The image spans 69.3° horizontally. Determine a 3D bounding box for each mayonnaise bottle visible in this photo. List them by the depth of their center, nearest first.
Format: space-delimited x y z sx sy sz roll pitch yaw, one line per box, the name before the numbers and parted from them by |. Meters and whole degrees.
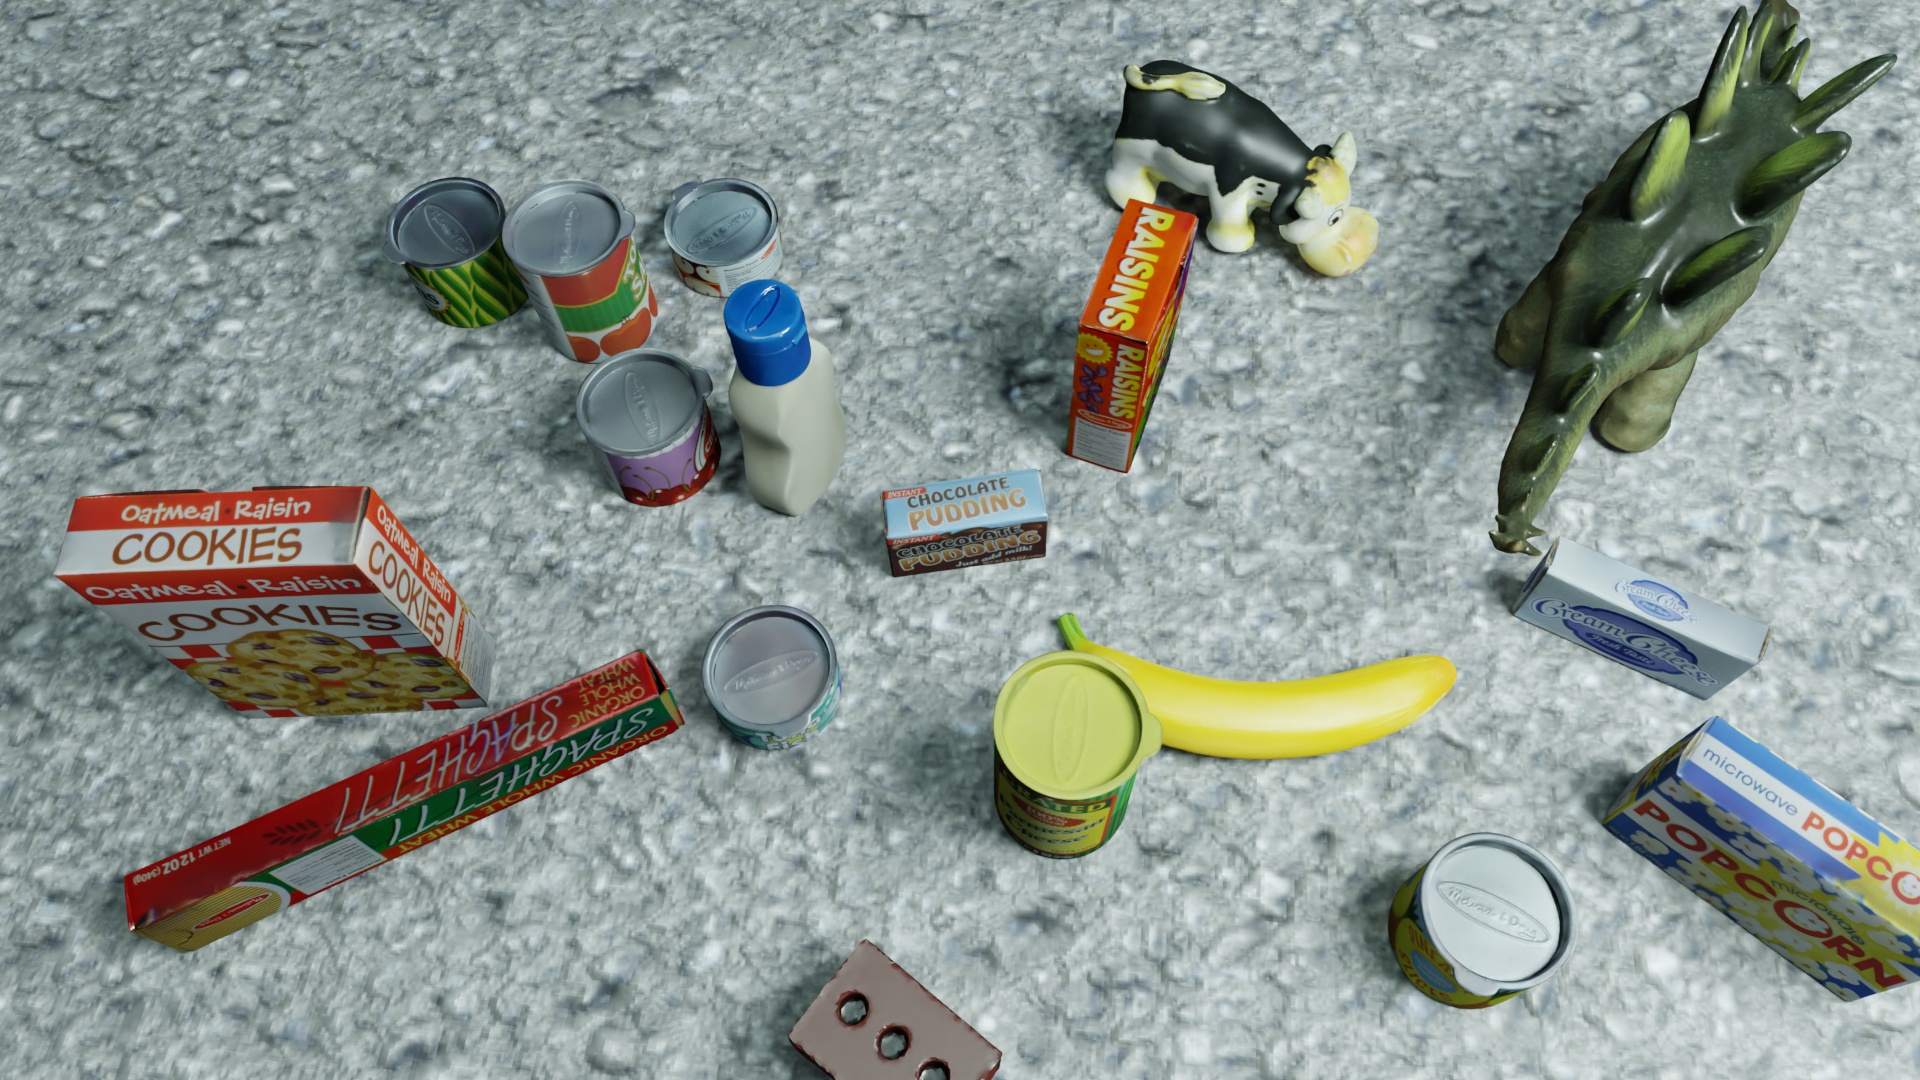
mayonnaise bottle | -0.089 -0.072 0.696 0.041 0.147 0.065 24 65 13

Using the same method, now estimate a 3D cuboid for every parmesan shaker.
parmesan shaker | 0.050 0.100 0.626 0.071 0.102 0.071 -1 62 1

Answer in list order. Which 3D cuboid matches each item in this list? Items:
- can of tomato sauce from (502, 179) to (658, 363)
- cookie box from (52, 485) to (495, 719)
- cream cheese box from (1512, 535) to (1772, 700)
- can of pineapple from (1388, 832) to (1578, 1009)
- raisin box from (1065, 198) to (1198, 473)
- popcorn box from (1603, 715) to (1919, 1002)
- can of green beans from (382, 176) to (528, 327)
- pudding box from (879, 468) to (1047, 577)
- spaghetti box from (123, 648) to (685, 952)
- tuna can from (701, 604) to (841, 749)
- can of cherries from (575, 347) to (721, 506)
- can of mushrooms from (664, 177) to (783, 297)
can of tomato sauce | -0.208 -0.149 0.776 0.071 0.082 0.071 -1 62 1
cookie box | -0.301 0.032 0.634 0.123 0.166 0.040 -3 62 0
cream cheese box | 0.331 0.039 0.681 0.104 0.053 0.024 26 66 14
can of pineapple | 0.227 0.170 0.611 0.071 0.057 0.071 -1 62 1
raisin box | 0.088 -0.103 0.723 0.040 0.123 0.086 18 64 11
popcorn box | 0.361 0.140 0.609 0.127 0.085 0.038 37 69 19
can of green beans | -0.287 -0.165 0.801 0.071 0.057 0.071 -1 62 1
pudding box | 0.003 -0.009 0.716 0.084 0.049 0.030 -8 62 -3
spaghetti box | -0.253 0.121 0.652 0.250 0.050 0.029 -24 64 -11
tuna can | -0.091 0.070 0.685 0.071 0.032 0.071 0 62 1
can of cherries | -0.162 -0.060 0.742 0.071 0.058 0.072 -1 62 1
can of mushrooms | -0.140 -0.180 0.819 0.071 0.033 0.071 0 62 1
